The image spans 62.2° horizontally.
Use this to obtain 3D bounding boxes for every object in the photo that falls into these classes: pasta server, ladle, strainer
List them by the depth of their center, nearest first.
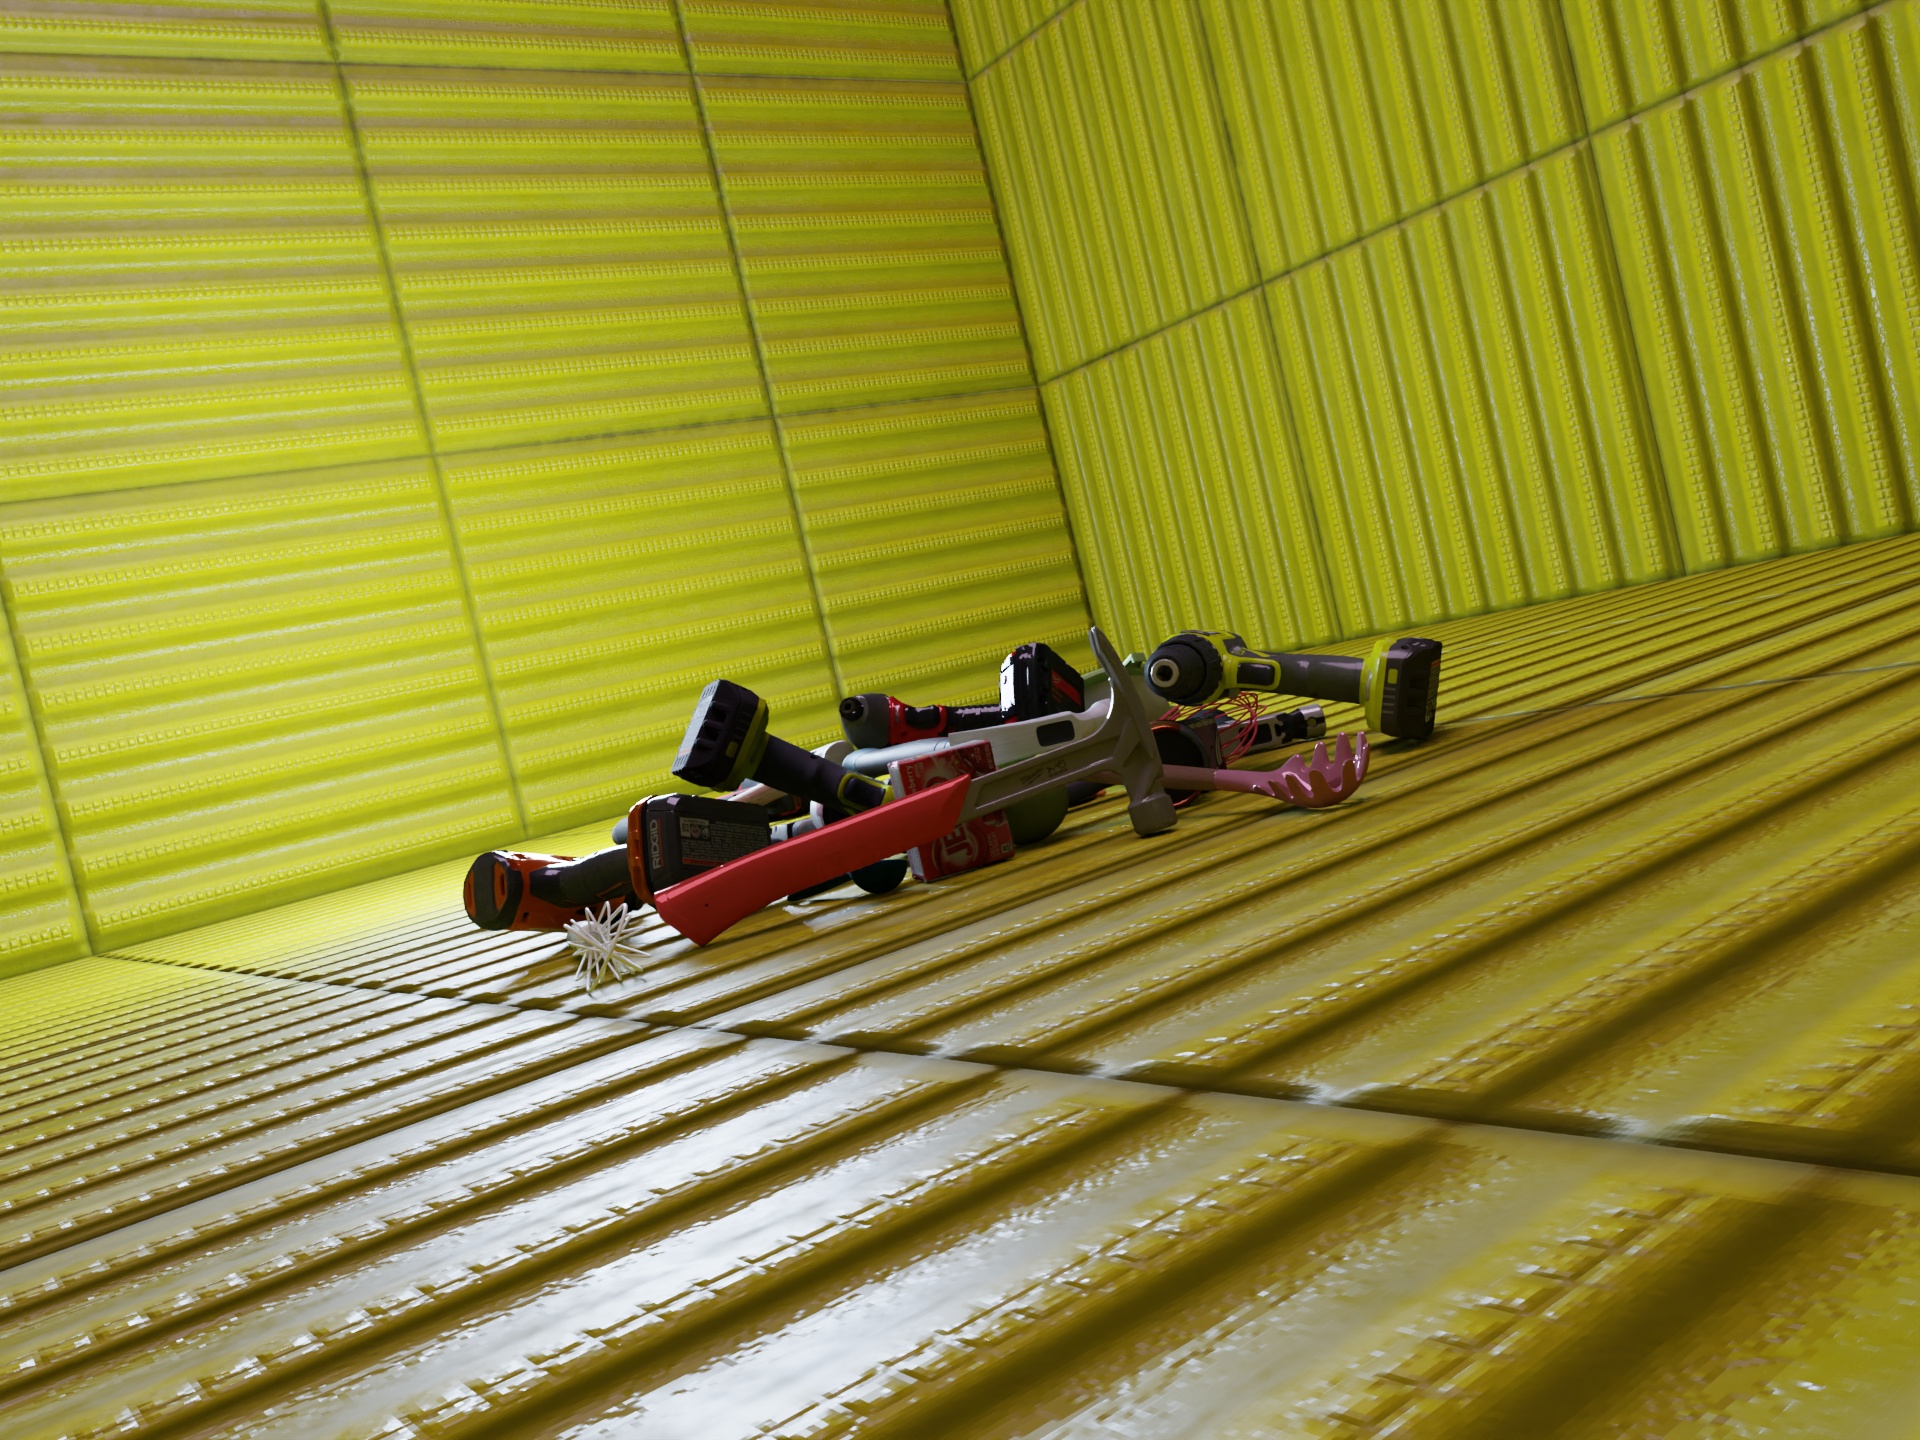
[{"bbox_3d":[0.164,0.035,1.140,0.060,0.040,0.316,-32,20,-32],"label":"pasta server"},{"bbox_3d":[0.035,0.047,1.333,0.078,0.062,0.320,3,8,-5],"label":"ladle"},{"bbox_3d":[0.104,0.037,1.584,0.256,0.069,0.151,-28,-30,9],"label":"strainer"}]

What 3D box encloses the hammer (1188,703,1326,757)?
[{"bbox_3d":[0.272,0.010,1.655,0.146,0.035,0.335,-13,2,1],"label":"hammer"}]

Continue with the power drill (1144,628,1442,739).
[{"bbox_3d":[0.270,-0.036,1.311,0.228,0.080,0.190,6,7,21],"label":"power drill"}]

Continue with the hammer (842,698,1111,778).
[{"bbox_3d":[-0.008,0.025,1.341,0.128,0.033,0.331,-13,1,-31],"label":"hammer"}]

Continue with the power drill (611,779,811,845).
[{"bbox_3d":[-0.326,0.118,2.072,0.188,0.080,0.226,-12,5,41],"label":"power drill"}]

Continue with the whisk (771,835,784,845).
[{"bbox_3d":[-0.216,0.128,1.456,0.055,0.055,0.239,-13,-3,18],"label":"whisk"}]

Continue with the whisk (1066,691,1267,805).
[{"bbox_3d":[0.155,0.037,1.410,0.296,0.073,0.073,-22,5,-26],"label":"whisk"}]

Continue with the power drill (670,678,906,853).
[{"bbox_3d":[-0.105,0.046,1.253,0.223,0.080,0.171,23,-10,-14],"label":"power drill"}]

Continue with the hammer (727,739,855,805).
[{"bbox_3d":[-0.255,0.103,1.534,0.331,0.031,0.130,-27,4,-9],"label":"hammer"}]

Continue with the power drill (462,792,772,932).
[{"bbox_3d":[-0.255,0.121,1.248,0.226,0.084,0.164,-17,-17,32],"label":"power drill"}]

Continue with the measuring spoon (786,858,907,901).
[{"bbox_3d":[-0.085,0.124,1.156,0.042,0.021,0.128,4,-20,-42],"label":"measuring spoon"}]

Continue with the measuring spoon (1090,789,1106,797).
[{"bbox_3d":[0.086,0.074,1.477,0.117,0.011,0.021,-7,13,37],"label":"measuring spoon"}]

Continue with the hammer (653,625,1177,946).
[{"bbox_3d":[-0.038,0.061,1.094,0.359,0.149,0.036,-20,-5,-6],"label":"hammer"}]

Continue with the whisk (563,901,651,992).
[{"bbox_3d":[-0.248,0.151,1.080,0.057,0.059,0.246,24,-12,-13],"label":"whisk"}]

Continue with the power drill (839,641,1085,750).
[{"bbox_3d":[-0.002,-0.005,1.500,0.220,0.079,0.143,-11,-23,24],"label":"power drill"}]

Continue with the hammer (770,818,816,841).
[{"bbox_3d":[-0.063,0.087,1.719,0.337,0.034,0.127,-15,3,-35],"label":"hammer"}]

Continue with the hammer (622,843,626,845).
[{"bbox_3d":[-0.302,0.120,1.645,0.409,0.036,0.149,-22,7,-17],"label":"hammer"}]
